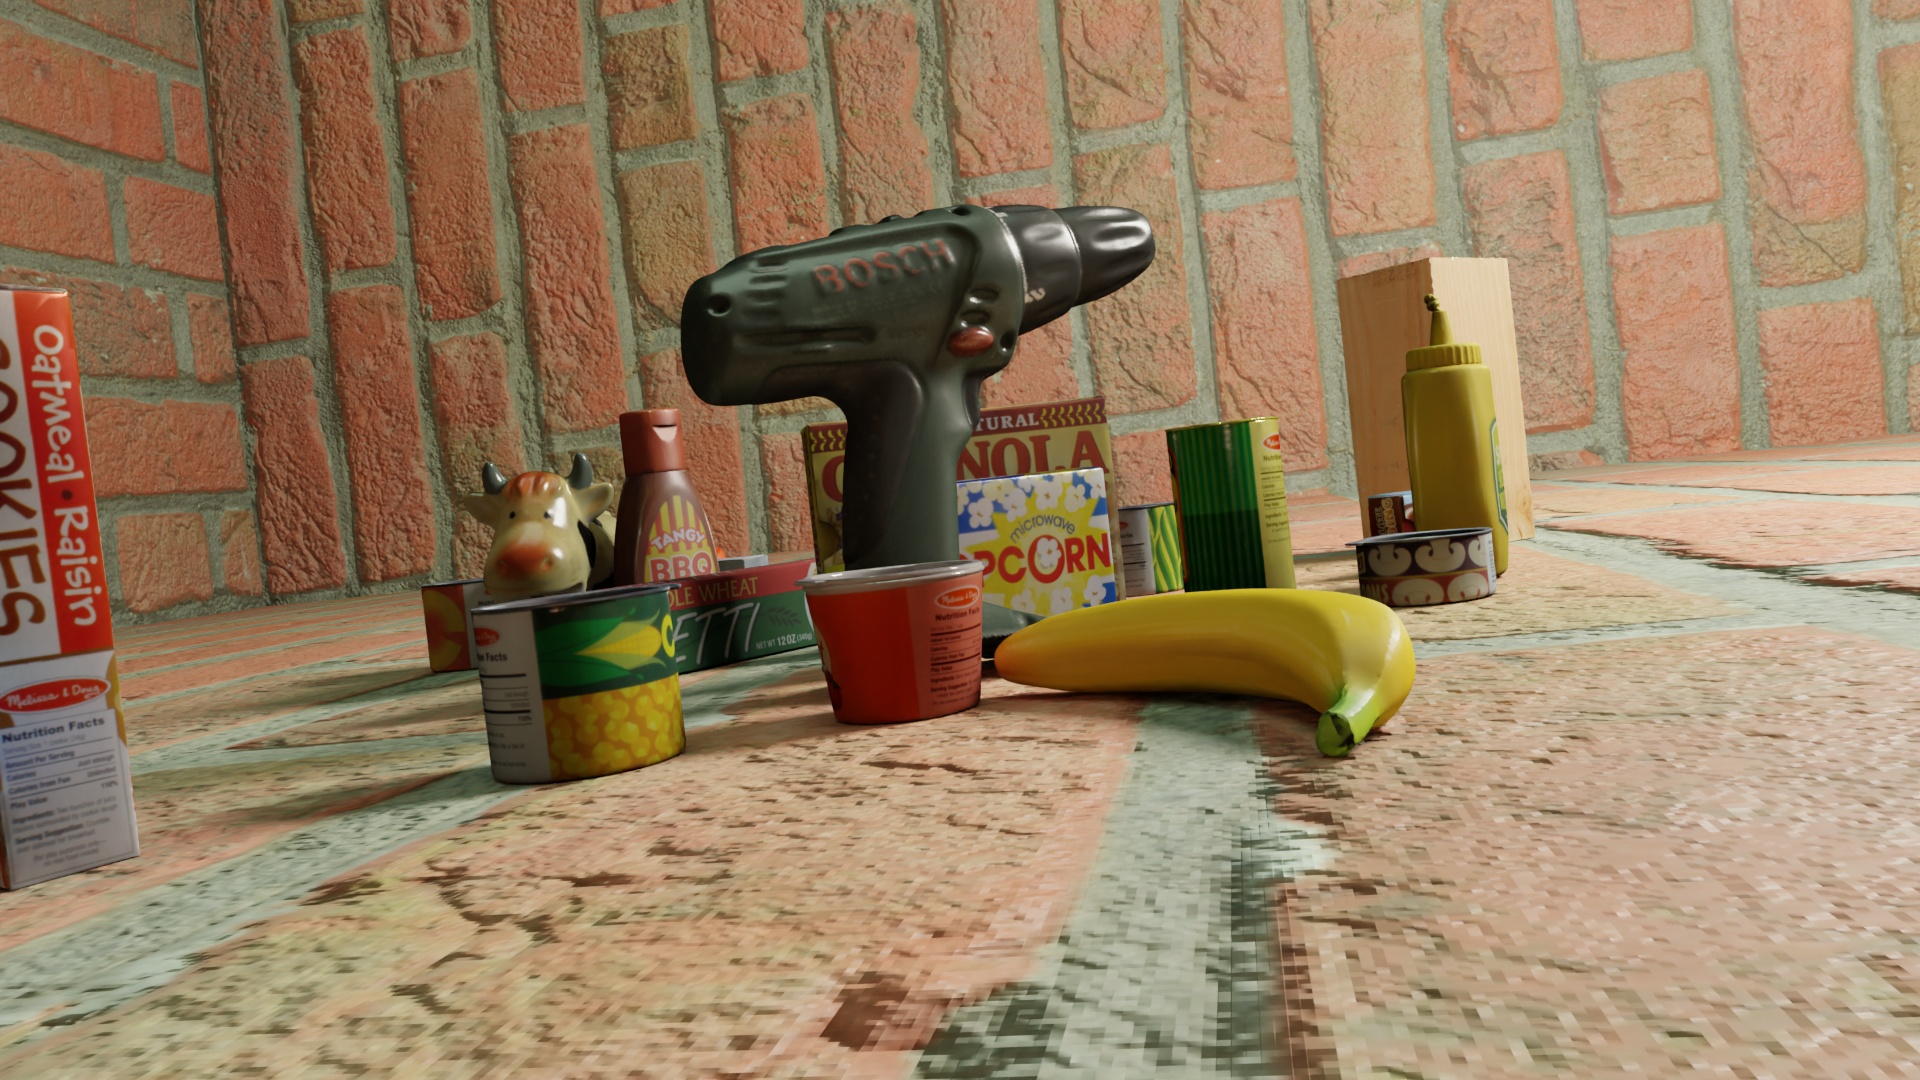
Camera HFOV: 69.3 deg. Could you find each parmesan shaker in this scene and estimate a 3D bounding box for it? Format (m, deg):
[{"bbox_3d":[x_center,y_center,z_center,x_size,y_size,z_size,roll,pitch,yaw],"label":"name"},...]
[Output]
[{"bbox_3d":[0.158,-0.018,0.819,0.071,0.103,0.071,-6,1,0],"label":"parmesan shaker"}]

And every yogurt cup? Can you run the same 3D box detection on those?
[{"bbox_3d":[-0.022,0.037,0.515,0.072,0.054,0.072,-6,2,0],"label":"yogurt cup"}]

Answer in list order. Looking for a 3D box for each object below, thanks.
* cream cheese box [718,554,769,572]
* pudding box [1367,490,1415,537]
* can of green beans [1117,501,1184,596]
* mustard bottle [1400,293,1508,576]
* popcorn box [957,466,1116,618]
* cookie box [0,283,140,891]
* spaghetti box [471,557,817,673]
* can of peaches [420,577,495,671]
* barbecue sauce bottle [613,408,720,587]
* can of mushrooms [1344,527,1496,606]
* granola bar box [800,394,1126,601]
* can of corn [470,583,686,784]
[{"bbox_3d":[-0.169,0.039,0.934,0.103,0.053,0.024,-5,2,39],"label":"cream cheese box"},{"bbox_3d":[0.295,-0.008,0.864,0.084,0.049,0.030,-7,2,-29],"label":"pudding box"},{"bbox_3d":[0.117,0.006,0.923,0.071,0.057,0.071,-6,2,0],"label":"can of green beans"},{"bbox_3d":[0.272,-0.058,0.769,0.049,0.160,0.065,-6,1,23],"label":"mustard bottle"},{"bbox_3d":[0.017,0.011,0.685,0.127,0.085,0.038,-8,2,-36],"label":"popcorn box"},{"bbox_3d":[-0.308,0.015,0.417,0.123,0.167,0.040,-5,2,32],"label":"cookie box"},{"bbox_3d":[-0.143,0.044,0.752,0.028,0.050,0.251,-5,2,40],"label":"spaghetti box"},{"bbox_3d":[-0.323,0.054,0.928,0.071,0.058,0.071,-6,2,0],"label":"can of peaches"},{"bbox_3d":[-0.179,-0.004,0.837,0.065,0.148,0.043,-8,2,-42],"label":"barbecue sauce bottle"},{"bbox_3d":[0.230,0.013,0.693,0.071,0.033,0.071,-6,2,0],"label":"can of mushrooms"},{"bbox_3d":[0.003,-0.010,0.759,0.166,0.124,0.039,-7,1,-10],"label":"granola bar box"},{"bbox_3d":[-0.128,0.048,0.478,0.071,0.058,0.071,-6,2,0],"label":"can of corn"}]
